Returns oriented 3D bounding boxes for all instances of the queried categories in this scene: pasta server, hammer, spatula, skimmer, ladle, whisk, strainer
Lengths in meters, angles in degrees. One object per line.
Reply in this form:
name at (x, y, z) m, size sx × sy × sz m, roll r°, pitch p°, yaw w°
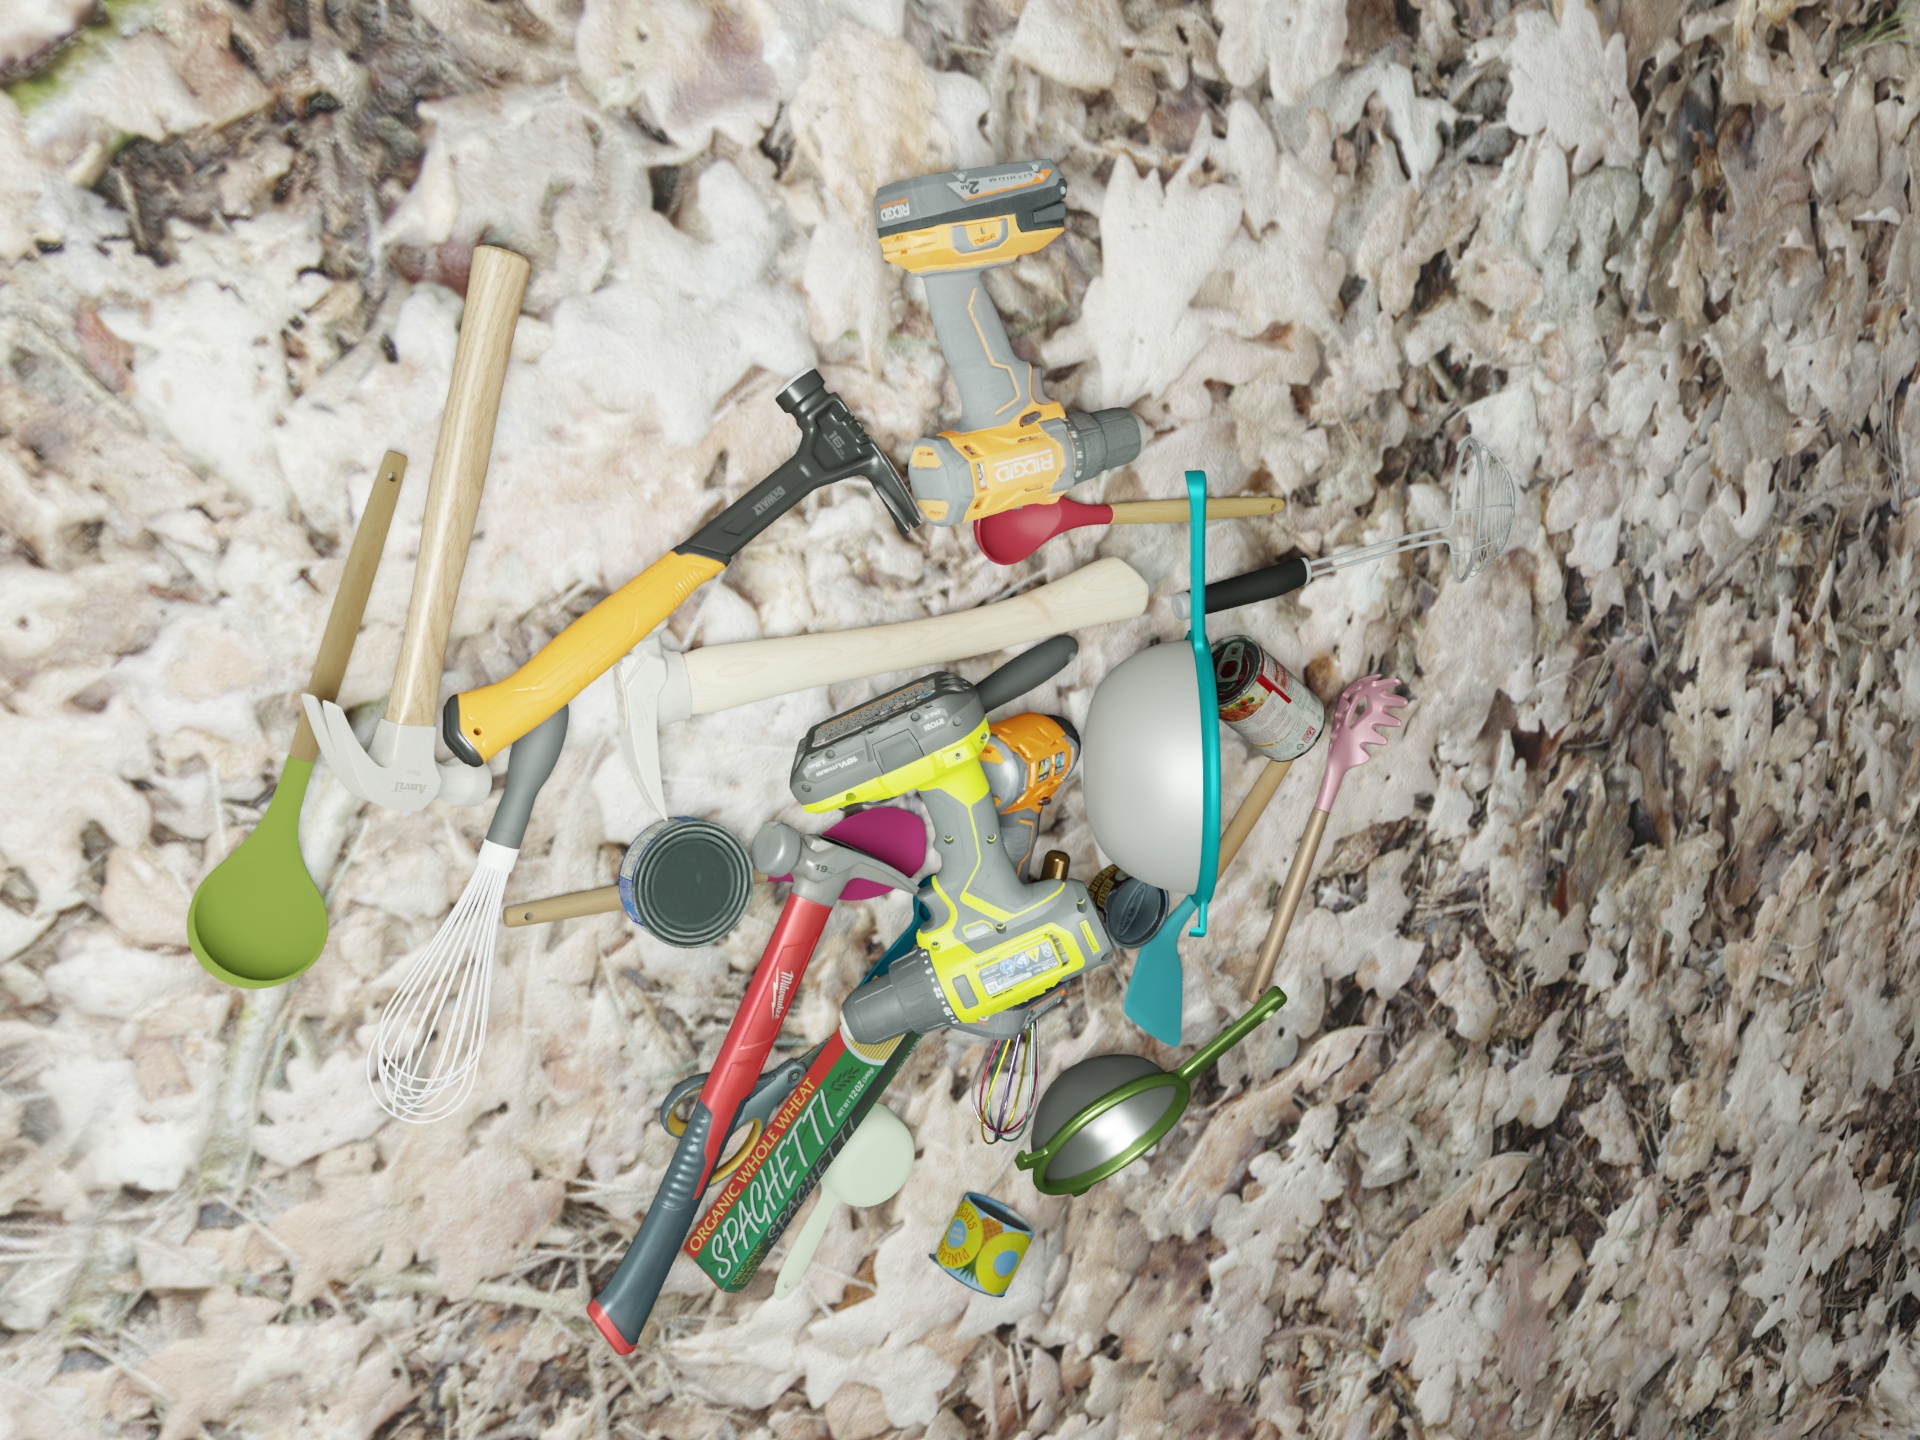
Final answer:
pasta server at (0.316, 0.107, 1.415) m, size 0.060 × 0.040 × 0.316 m, roll 17°, pitch 96°, yaw -23°
hammer at (-0.154, 0.267, 1.129) m, size 0.143 × 0.038 × 0.386 m, roll 24°, pitch 90°, yaw -38°
spatula at (0.230, 0.123, 1.359) m, size 0.082 × 0.044 × 0.317 m, roll 38°, pitch 81°, yaw -35°
skimmer at (0.327, -0.148, 1.353) m, size 0.363 × 0.090 × 0.127 m, roll -17°, pitch 116°, yaw -18°
ladle at (0.134, -0.161, 1.223) m, size 0.315 × 0.031 × 0.069 m, roll -8°, pitch 114°, yaw -34°
whisk at (-0.300, 0.116, 1.000) m, size 0.070 × 0.070 × 0.284 m, roll 21°, pitch 87°, yaw -36°
strainer at (0.151, 0.285, 1.306) m, size 0.256 × 0.069 × 0.151 m, roll -40°, pitch 146°, yaw 3°
hammer at (-0.175, -0.081, 0.991) m, size 0.337 × 0.034 × 0.127 m, roll -42°, pitch 100°, yaw -23°
whisk at (-0.001, -0.003, 1.169) m, size 0.239 × 0.055 × 0.055 m, roll -32°, pitch 119°, yaw -27°
ladle at (-0.369, -0.001, 0.919) m, size 0.078 × 0.062 × 0.320 m, roll 17°, pitch 91°, yaw -38°
hammer at (-0.301, -0.110, 0.927) m, size 0.130 × 0.031 × 0.331 m, roll 7°, pitch 96°, yaw -62°
strainer at (0.136, -0.020, 1.176) m, size 0.095 × 0.211 × 0.340 m, roll -2°, pitch 118°, yaw 3°
whisk at (0.053, 0.224, 1.273) m, size 0.047 × 0.051 × 0.245 m, roll 9°, pitch 96°, yaw -29°
hammer at (-0.042, -0.044, 1.122) m, size 0.410 × 0.038 × 0.146 m, roll -13°, pitch 112°, yaw -27°

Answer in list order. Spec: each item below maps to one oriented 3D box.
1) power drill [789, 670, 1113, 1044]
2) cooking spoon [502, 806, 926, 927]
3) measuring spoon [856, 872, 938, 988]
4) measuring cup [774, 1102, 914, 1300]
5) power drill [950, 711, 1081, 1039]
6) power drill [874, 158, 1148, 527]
power drill at (-0.025, 0.101, 1.069) m, size 0.190 × 0.080 × 0.228 m, roll -24°, pitch 105°, yaw 4°
cooking spoon at (-0.161, 0.109, 1.111) m, size 0.318 × 0.017 × 0.068 m, roll -8°, pitch 106°, yaw -32°
measuring spoon at (-0.048, 0.165, 1.207) m, size 0.128 × 0.021 × 0.042 m, roll -51°, pitch 139°, yaw 0°
measuring cup at (-0.093, 0.376, 1.221) m, size 0.083 × 0.038 × 0.167 m, roll 33°, pitch 83°, yaw -36°
power drill at (0.043, 0.106, 1.193) m, size 0.164 × 0.084 × 0.226 m, roll -21°, pitch 117°, yaw -61°
power drill at (0.041, -0.259, 1.086) m, size 0.185 × 0.084 × 0.226 m, roll -18°, pitch 107°, yaw -29°
